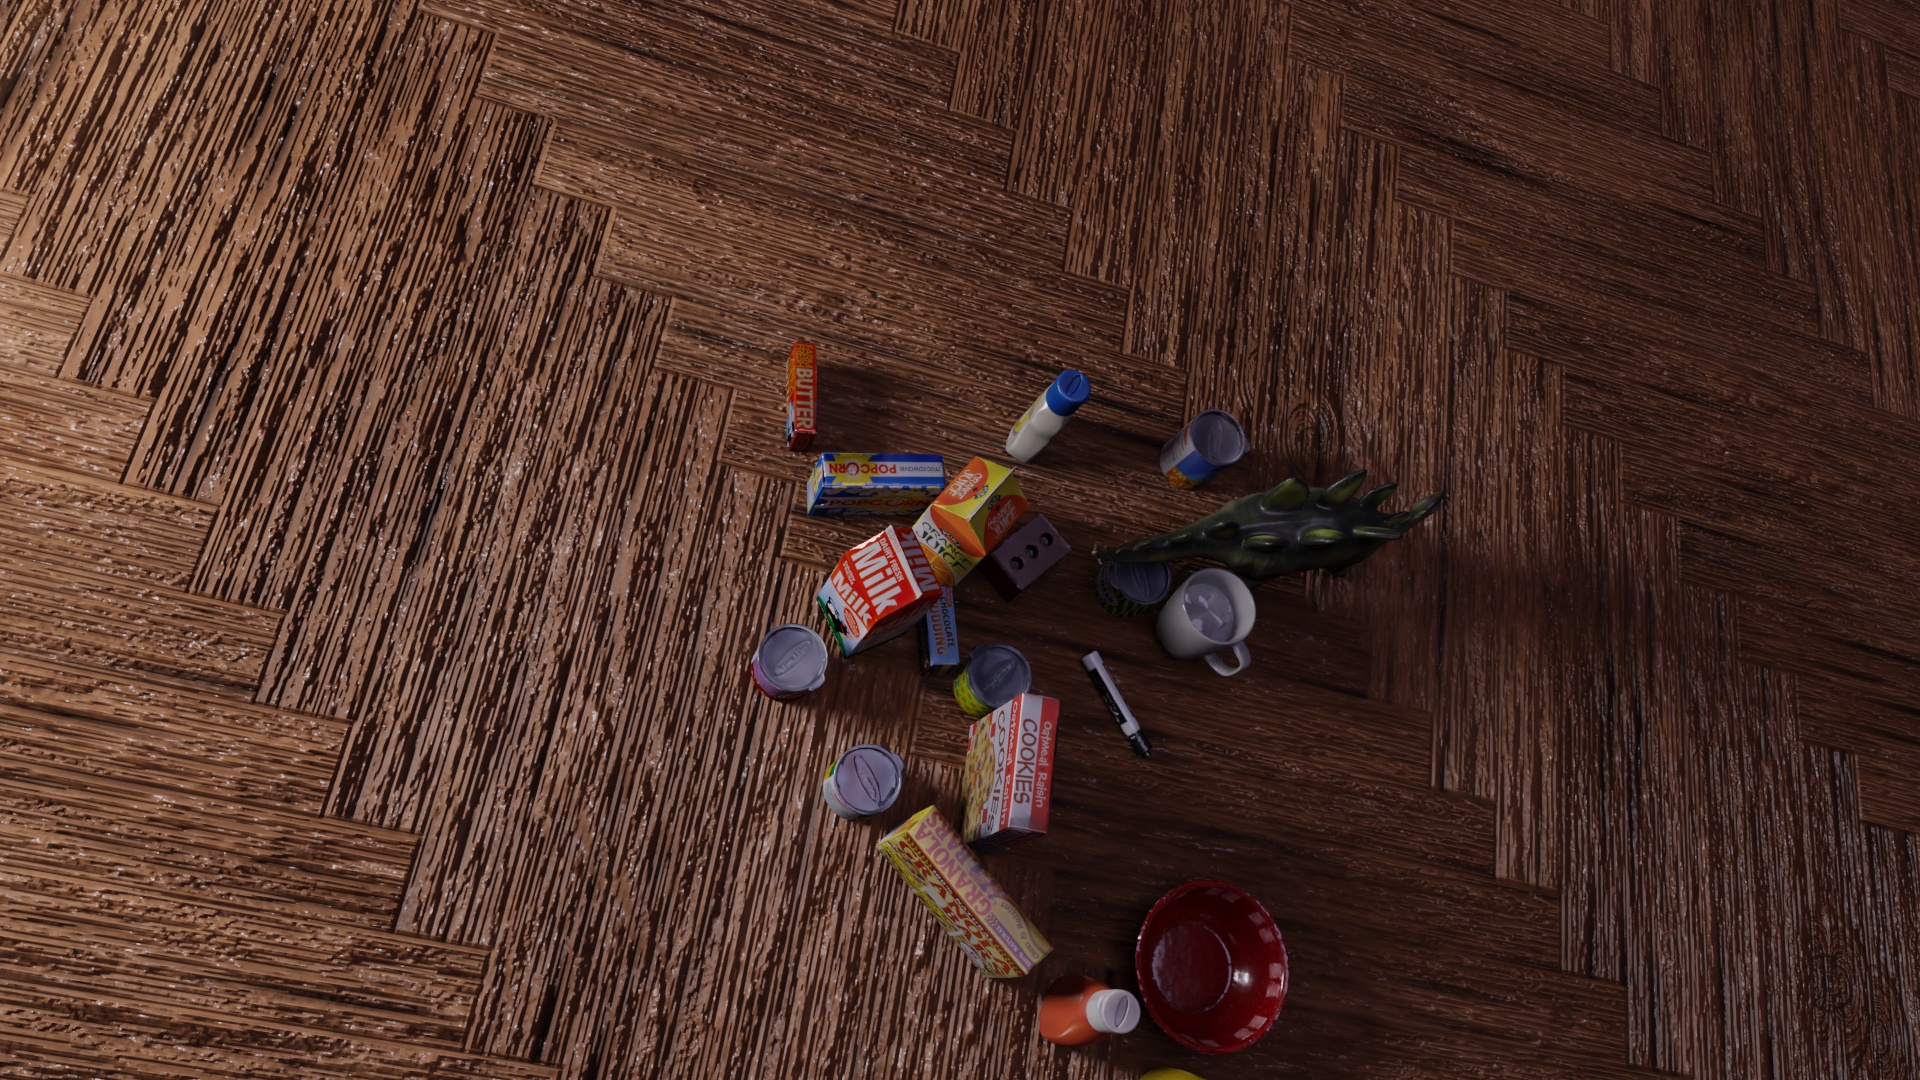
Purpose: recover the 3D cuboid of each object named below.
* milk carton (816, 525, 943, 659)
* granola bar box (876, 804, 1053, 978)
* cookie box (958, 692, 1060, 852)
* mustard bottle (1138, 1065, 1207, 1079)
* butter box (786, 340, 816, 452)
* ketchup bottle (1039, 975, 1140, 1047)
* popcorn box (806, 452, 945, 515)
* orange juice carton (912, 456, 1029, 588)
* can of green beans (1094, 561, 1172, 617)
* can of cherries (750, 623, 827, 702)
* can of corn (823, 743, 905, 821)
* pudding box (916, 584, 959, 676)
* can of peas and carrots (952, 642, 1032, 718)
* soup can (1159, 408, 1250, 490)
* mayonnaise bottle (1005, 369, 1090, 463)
[{"bbox_3d":[-0.074,0.046,1.314,0.074,0.190,0.072,-21,79,-22],"label":"milk carton"},{"bbox_3d":[0.000,0.326,1.276,0.039,0.123,0.165,-39,86,-24],"label":"granola bar box"},{"bbox_3d":[0.044,0.221,1.302,0.040,0.166,0.123,12,69,-13],"label":"cookie box"},{"bbox_3d":[0.207,0.513,1.256,0.049,0.159,0.065,-37,86,-24],"label":"mustard bottle"},{"bbox_3d":[-0.164,-0.148,1.429,0.024,0.053,0.104,3,71,-16],"label":"butter box"},{"bbox_3d":[0.117,0.428,1.263,0.043,0.148,0.065,27,67,-7],"label":"ketchup bottle"},{"bbox_3d":[-0.086,-0.056,1.403,0.127,0.085,0.038,0,72,-17],"label":"popcorn box"},{"bbox_3d":[0.005,-0.017,1.359,0.073,0.192,0.072,43,66,0],"label":"orange juice carton"},{"bbox_3d":[0.181,0.043,1.466,0.071,0.057,0.071,5,70,-15],"label":"can of green beans"},{"bbox_3d":[-0.164,0.120,1.333,0.071,0.058,0.071,5,70,-15],"label":"can of cherries"},{"bbox_3d":[-0.091,0.229,1.318,0.071,0.058,0.071,5,70,-15],"label":"can of corn"},{"bbox_3d":[-0.024,0.090,1.391,0.030,0.049,0.084,0,72,-17],"label":"pudding box"},{"bbox_3d":[0.029,0.139,1.386,0.071,0.058,0.071,5,70,-15],"label":"can of peas and carrots"},{"bbox_3d":[0.268,-0.098,1.527,0.071,0.083,0.071,5,71,-15],"label":"soup can"},{"bbox_3d":[0.093,-0.133,1.450,0.041,0.147,0.065,33,66,-4],"label":"mayonnaise bottle"}]
